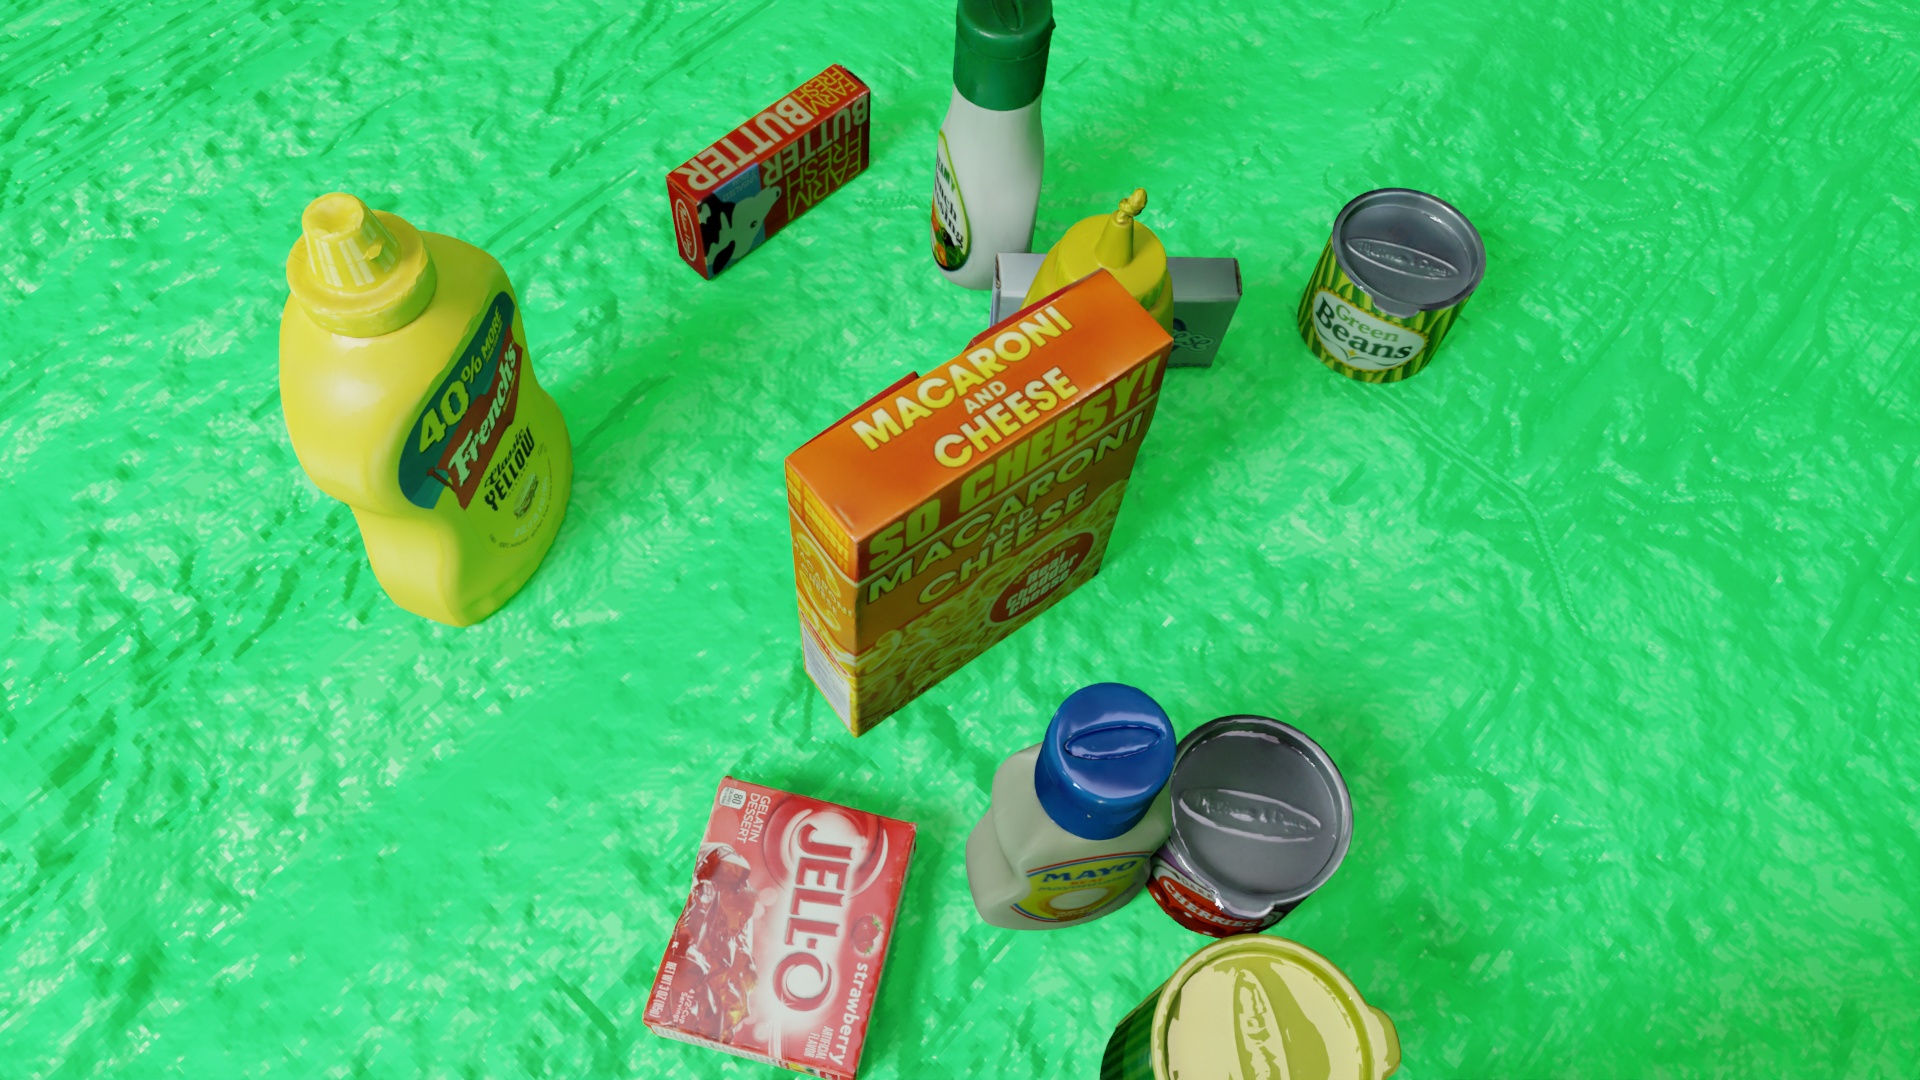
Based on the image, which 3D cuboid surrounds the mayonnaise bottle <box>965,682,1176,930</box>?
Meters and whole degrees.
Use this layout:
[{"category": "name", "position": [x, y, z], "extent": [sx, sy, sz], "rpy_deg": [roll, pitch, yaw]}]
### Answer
[{"category": "mayonnaise bottle", "position": [0.037, 0.089, 0.446], "extent": [0.065, 0.147, 0.041], "rpy_deg": [-7, 63, -7]}]

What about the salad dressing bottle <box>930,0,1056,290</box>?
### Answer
[{"category": "salad dressing bottle", "position": [0.013, -0.166, 0.580], "extent": [0.044, 0.147, 0.064], "rpy_deg": [-11, 64, -10]}]

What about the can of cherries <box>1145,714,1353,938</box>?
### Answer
[{"category": "can of cherries", "position": [0.097, 0.105, 0.492], "extent": [0.071, 0.058, 0.072], "rpy_deg": [2, 62, -3]}]

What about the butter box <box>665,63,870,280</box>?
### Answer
[{"category": "butter box", "position": [-0.085, -0.167, 0.627], "extent": [0.024, 0.053, 0.104], "rpy_deg": [42, 67, 17]}]

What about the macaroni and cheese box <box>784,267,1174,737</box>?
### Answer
[{"category": "macaroni and cheese box", "position": [0.002, -0.006, 0.483], "extent": [0.124, 0.165, 0.040], "rpy_deg": [-33, 69, -19]}]

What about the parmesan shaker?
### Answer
[{"category": "parmesan shaker", "position": [0.086, 0.167, 0.433], "extent": [0.071, 0.102, 0.071], "rpy_deg": [2, 62, -3]}]

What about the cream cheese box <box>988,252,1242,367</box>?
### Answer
[{"category": "cream cheese box", "position": [0.064, -0.099, 0.601], "extent": [0.104, 0.053, 0.024], "rpy_deg": [1, 62, -4]}]

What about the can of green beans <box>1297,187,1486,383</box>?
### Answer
[{"category": "can of green beans", "position": [0.188, -0.111, 0.614], "extent": [0.071, 0.057, 0.071], "rpy_deg": [2, 62, -3]}]

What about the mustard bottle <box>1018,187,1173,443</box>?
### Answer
[{"category": "mustard bottle", "position": [0.049, -0.077, 0.528], "extent": [0.065, 0.159, 0.049], "rpy_deg": [27, 64, 10]}]
